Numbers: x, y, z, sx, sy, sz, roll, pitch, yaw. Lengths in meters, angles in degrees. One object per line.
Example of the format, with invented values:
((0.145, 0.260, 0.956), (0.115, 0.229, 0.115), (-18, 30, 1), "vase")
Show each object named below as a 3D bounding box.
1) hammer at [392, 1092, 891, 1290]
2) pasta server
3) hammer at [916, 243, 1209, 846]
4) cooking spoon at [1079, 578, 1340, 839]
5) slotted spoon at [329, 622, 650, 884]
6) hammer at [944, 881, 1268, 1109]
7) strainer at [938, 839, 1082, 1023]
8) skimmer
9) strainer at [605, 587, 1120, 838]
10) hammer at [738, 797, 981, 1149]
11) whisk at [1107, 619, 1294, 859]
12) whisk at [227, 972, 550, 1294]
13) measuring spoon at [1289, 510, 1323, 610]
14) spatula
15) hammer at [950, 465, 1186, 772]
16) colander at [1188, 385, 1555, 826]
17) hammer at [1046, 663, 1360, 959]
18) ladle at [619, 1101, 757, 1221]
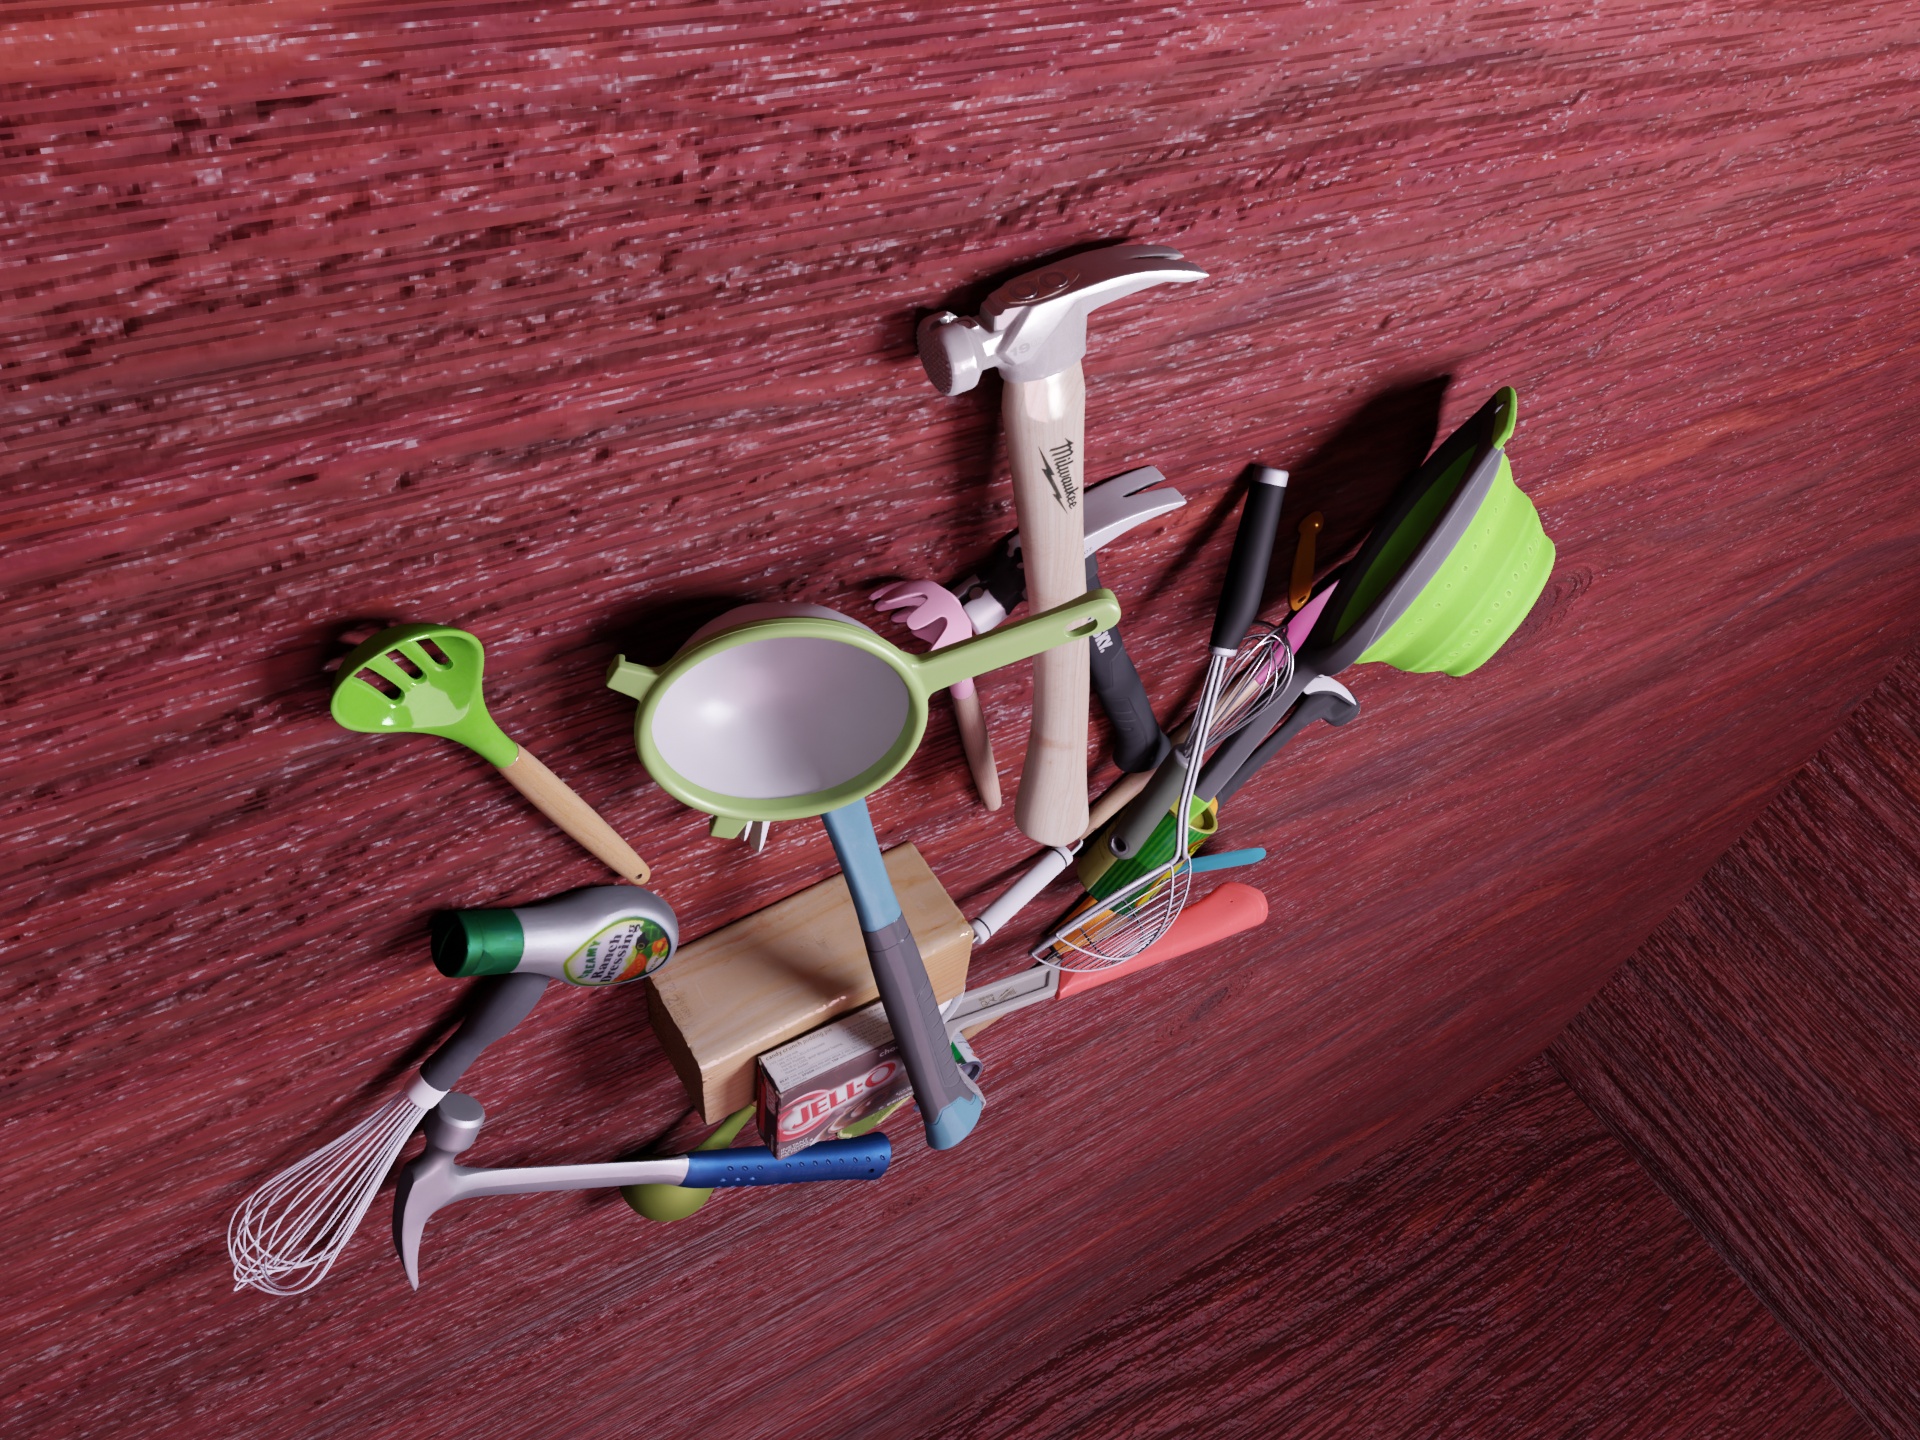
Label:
((-0.217, 0.333, 1.162), (0.405, 0.035, 0.144), (11, 113, -43), "hammer")
((-0.002, -0.003, 0.997), (0.040, 0.060, 0.316), (-40, 156, -11), "pasta server")
((0.063, -0.072, 0.902), (0.146, 0.038, 0.410), (-24, 140, -16), "hammer")
((0.207, -0.015, 1.230), (0.319, 0.017, 0.068), (-42, 156, 9), "cooking spoon")
((-0.224, 0.028, 0.813), (0.070, 0.031, 0.313), (-35, 153, -4), "slotted spoon")
((0.115, 0.204, 1.292), (0.359, 0.149, 0.036), (-13, 141, -32), "hammer")
((0.006, 0.163, 1.210), (0.258, 0.087, 0.050), (-39, 123, -29), "strainer")
((0.132, 0.003, 1.061), (0.127, 0.090, 0.363), (-12, 118, -62), "skimmer")
((-0.046, -0.035, 0.827), (0.256, 0.069, 0.151), (-19, 139, 4), "strainer")
((-0.044, 0.134, 0.992), (0.128, 0.033, 0.330), (-28, 119, -21), "hammer")
((0.168, 0.020, 1.144), (0.059, 0.058, 0.246), (-26, 155, -45), "whisk")
((-0.345, 0.245, 0.964), (0.284, 0.070, 0.070), (-47, 150, 7), "whisk")
((0.250, -0.111, 1.146), (0.021, 0.011, 0.116), (-31, 151, -11), "measuring spoon")
((0.133, 0.196, 1.427), (0.317, 0.044, 0.082), (-37, 164, 2), "spatula")
((0.101, -0.044, 1.056), (0.146, 0.035, 0.334), (-36, 151, -1), "hammer")
((0.291, -0.041, 1.115), (0.397, 0.094, 0.205), (-56, 180, 34), "colander")
((0.192, 0.085, 1.341), (0.337, 0.034, 0.127), (-46, 151, 16), "hammer")
((-0.149, 0.267, 1.233), (0.320, 0.062, 0.078), (-49, 130, 7), "ladle")
